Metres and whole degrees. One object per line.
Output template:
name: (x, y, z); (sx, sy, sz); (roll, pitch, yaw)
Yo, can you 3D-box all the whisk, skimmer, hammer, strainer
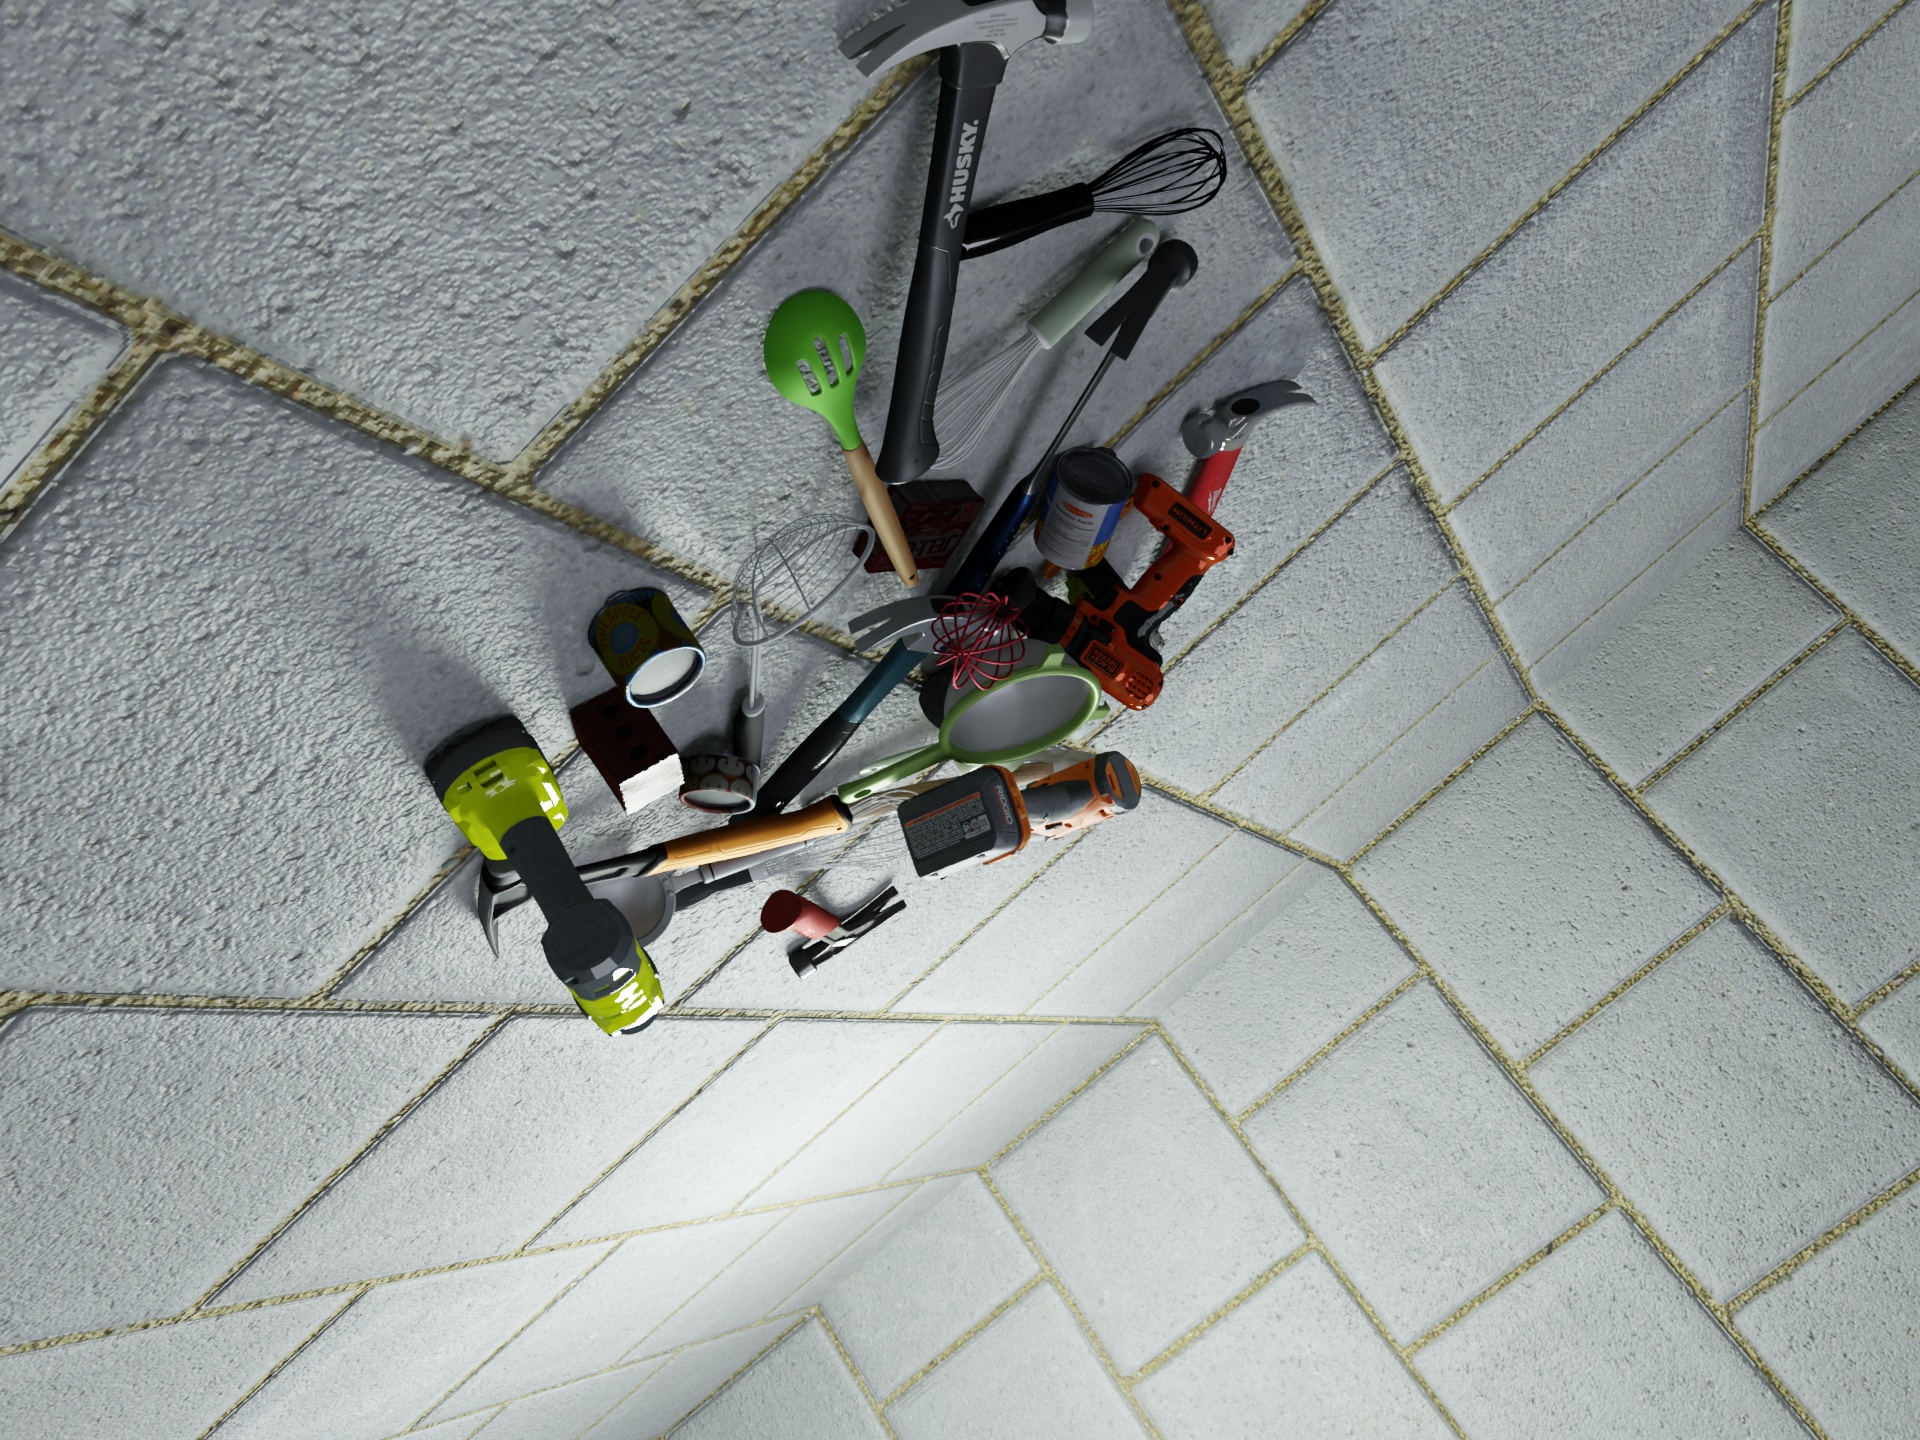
whisk: (0.050, -0.270, 1.141); (0.246, 0.059, 0.057); (-44, 139, 1)
skimmer: (-0.136, -0.032, 1.253); (0.127, 0.090, 0.363); (-58, 172, -32)
hammer: (0.228, -0.172, 1.572); (0.143, 0.038, 0.386); (-26, 154, -29)
strainer: (-0.239, 0.141, 1.445); (0.258, 0.086, 0.050); (-19, -164, -16)
hammer: (-0.250, 0.121, 1.384); (0.336, 0.034, 0.127); (-12, 146, -29)
hammer: (-0.019, -0.282, 0.981); (0.146, 0.035, 0.334); (-18, 144, -27)
hammer: (0.056, -0.191, 1.258); (0.405, 0.035, 0.144); (-56, 179, 43)
hammer: (-0.102, 0.003, 1.385); (0.128, 0.033, 0.331); (8, 138, -41)
hammer: (-0.007, 0.069, 1.629); (0.331, 0.031, 0.130); (-10, -171, -31)
hammer: (-0.143, 0.208, 1.670); (0.149, 0.037, 0.359); (-35, 167, -4)
whisk: (0.030, -0.084, 1.242); (0.073, 0.073, 0.296); (-46, -177, 18)
strainer: (-0.002, -0.005, 1.416); (0.256, 0.069, 0.151); (-25, 152, 12)
whisk: (0.080, -0.343, 1.056); (0.239, 0.055, 0.055); (-23, 153, -20)
whisk: (-0.161, 0.130, 1.504); (0.284, 0.070, 0.070); (-17, 154, -5)

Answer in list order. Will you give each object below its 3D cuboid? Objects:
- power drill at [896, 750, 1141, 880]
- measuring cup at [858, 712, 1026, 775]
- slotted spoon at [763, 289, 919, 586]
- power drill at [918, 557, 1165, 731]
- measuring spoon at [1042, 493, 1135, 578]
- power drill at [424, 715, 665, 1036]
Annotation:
power drill: (0.046, 0.090, 1.495); (0.164, 0.084, 0.226); (-26, 169, 38)
measuring cup: (-0.011, 0.039, 1.478); (0.167, 0.038, 0.083); (-15, 155, -20)
slotted spoon: (-0.068, -0.181, 1.117); (0.070, 0.031, 0.313); (-35, 151, -7)
power drill: (0.082, -0.043, 1.555); (0.228, 0.080, 0.190); (-37, 155, 5)
measuring spoon: (0.119, -0.172, 1.459); (0.117, 0.011, 0.021); (-41, 157, -1)
power drill: (-0.291, 0.121, 1.149); (0.080, 0.223, 0.171); (-31, 155, -14)
